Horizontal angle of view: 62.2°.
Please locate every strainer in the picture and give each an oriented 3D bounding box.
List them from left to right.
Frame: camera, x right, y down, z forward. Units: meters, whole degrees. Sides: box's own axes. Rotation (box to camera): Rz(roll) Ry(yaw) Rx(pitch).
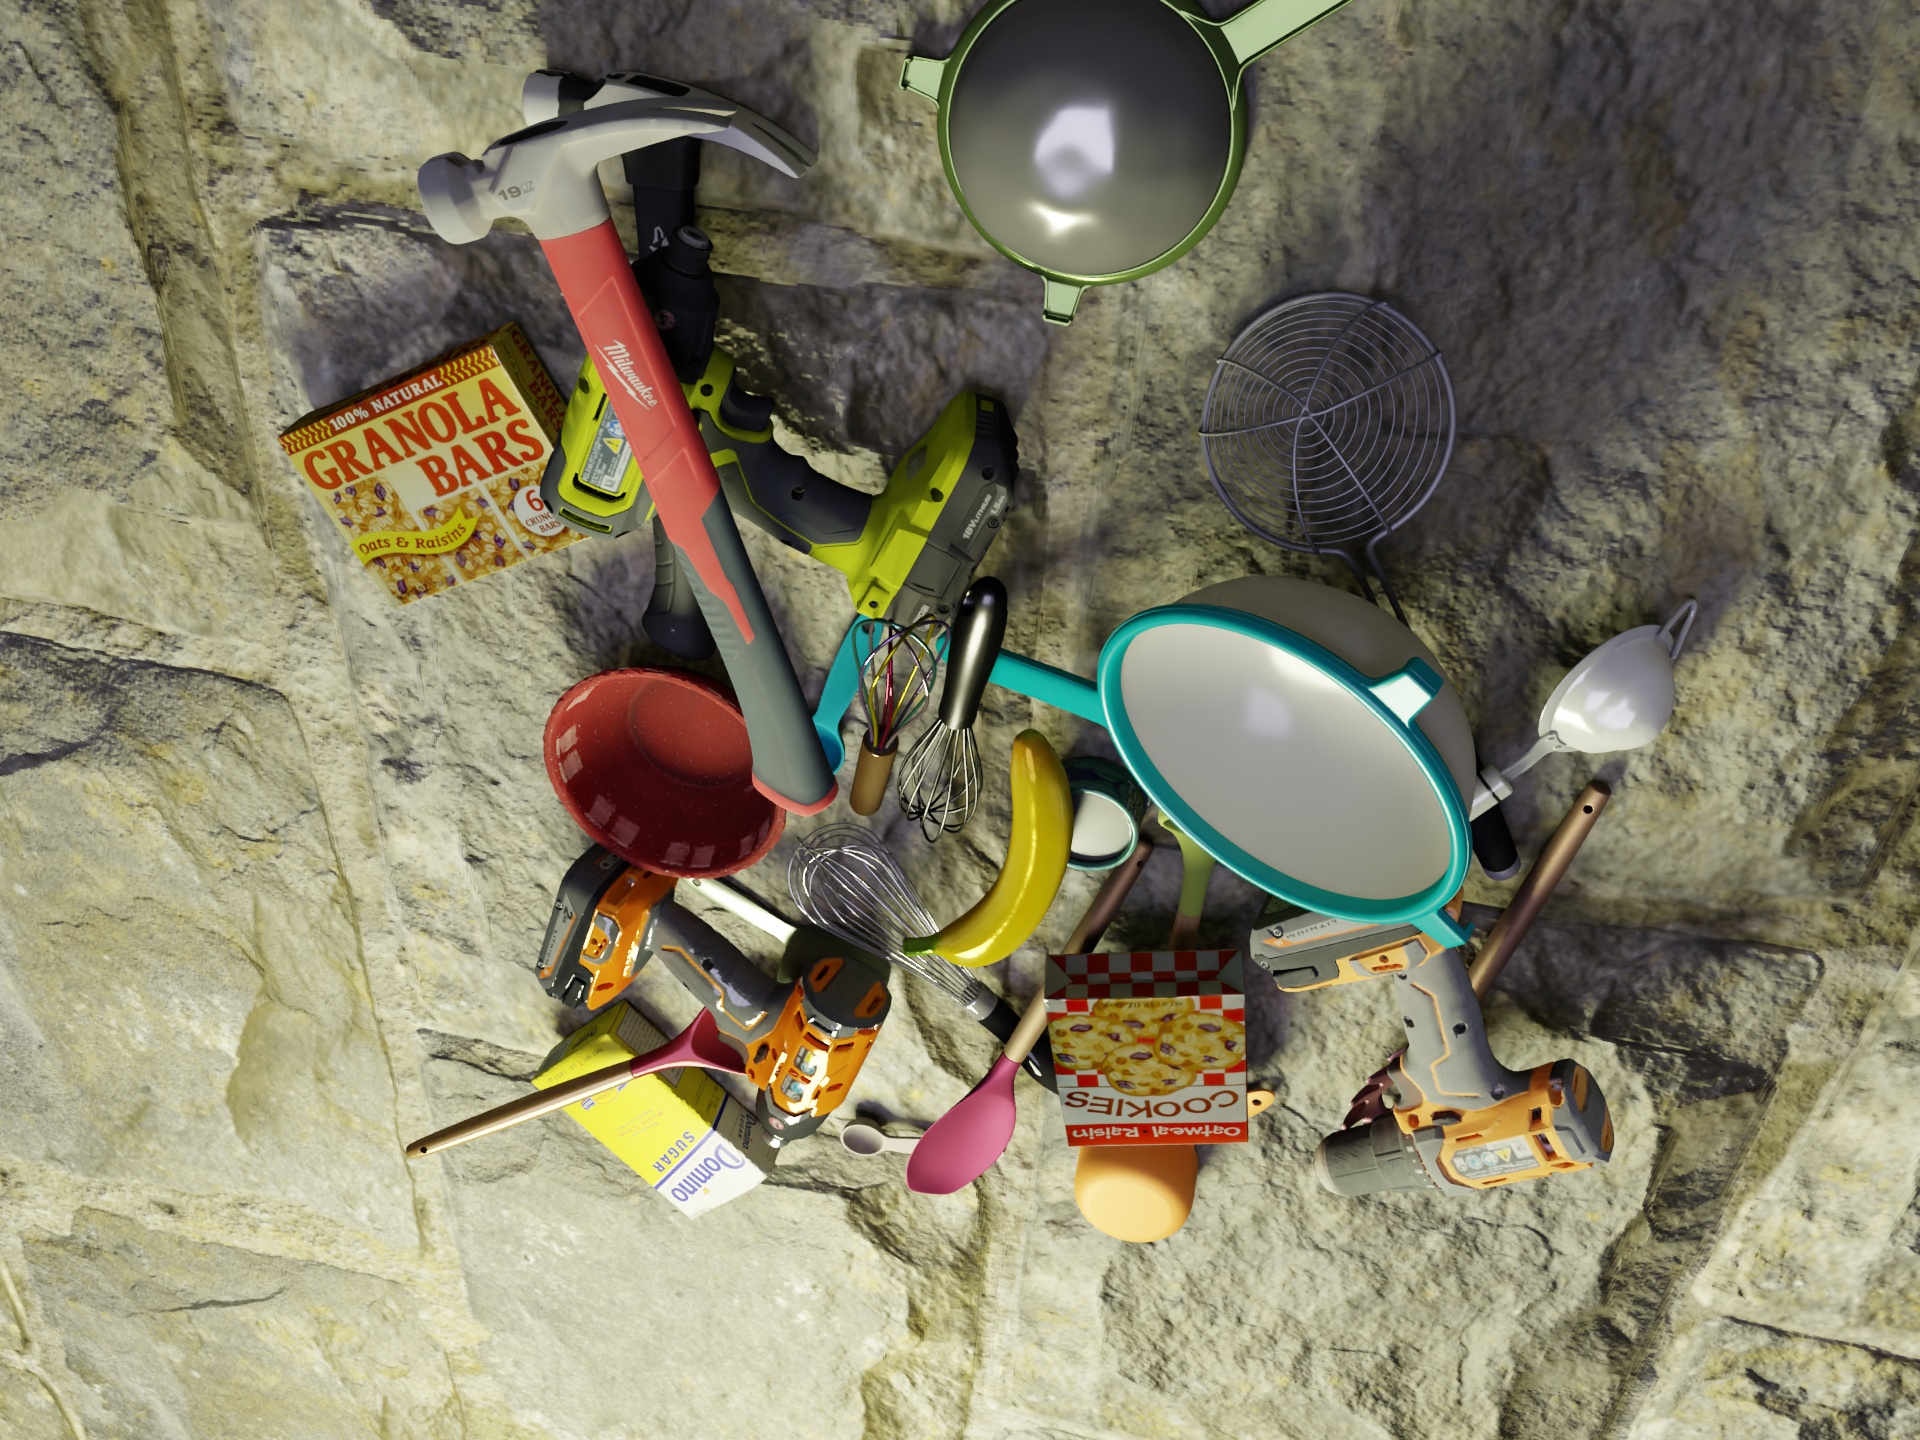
[{"bbox_3d":[0.099,-0.286,0.718,0.256,0.069,0.151,-23,115,29],"label":"strainer"},{"bbox_3d":[0.134,-0.020,0.853,0.341,0.095,0.210,22,147,39],"label":"strainer"},{"bbox_3d":[0.297,0.031,0.858,0.258,0.050,0.086,-39,139,18],"label":"strainer"}]

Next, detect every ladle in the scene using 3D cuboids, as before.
[{"bbox_3d":[-0.260,0.263,1.153,0.315,0.031,0.069,-21,97,7],"label":"ladle"},{"bbox_3d":[0.144,0.148,1.011,0.078,0.062,0.320,0,128,-8],"label":"ladle"}]

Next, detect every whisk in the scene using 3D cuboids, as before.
[{"bbox_3d":[-0.047,0.004,0.914,0.051,0.047,0.244,12,154,-4],"label":"whisk"},{"bbox_3d":[-0.009,0.169,1.067,0.070,0.070,0.284,-32,115,30],"label":"whisk"},{"bbox_3d":[-0.002,-0.002,0.918,0.055,0.055,0.238,18,144,2],"label":"whisk"}]

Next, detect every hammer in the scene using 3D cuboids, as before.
[{"bbox_3d":[-0.154,-0.179,0.880,0.146,0.035,0.334,10,125,9],"label":"hammer"},{"bbox_3d":[-0.118,-0.108,0.792,0.143,0.038,0.385,-11,126,11],"label":"hammer"}]

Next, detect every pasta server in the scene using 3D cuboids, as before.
[{"bbox_3d":[0.321,0.164,0.985,0.060,0.040,0.316,28,126,15],"label":"pasta server"}]

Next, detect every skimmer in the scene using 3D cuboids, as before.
[{"bbox_3d":[0.242,-0.057,0.862,0.127,0.090,0.362,-16,128,26],"label":"skimmer"}]

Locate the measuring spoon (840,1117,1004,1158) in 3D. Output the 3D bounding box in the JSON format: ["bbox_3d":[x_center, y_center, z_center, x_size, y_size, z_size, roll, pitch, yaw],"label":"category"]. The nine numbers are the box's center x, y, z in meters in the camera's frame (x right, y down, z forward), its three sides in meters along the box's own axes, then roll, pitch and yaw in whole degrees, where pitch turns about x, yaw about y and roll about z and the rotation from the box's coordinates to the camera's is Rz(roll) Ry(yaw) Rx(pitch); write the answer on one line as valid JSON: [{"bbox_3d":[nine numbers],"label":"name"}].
[{"bbox_3d":[-0.028,0.315,1.198,0.124,0.018,0.034,5,125,3],"label":"measuring spoon"}]

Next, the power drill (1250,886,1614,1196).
[{"bbox_3d":[0.262,0.194,0.971,0.185,0.084,0.226,-26,103,34],"label":"power drill"}]

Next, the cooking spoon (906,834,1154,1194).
[{"bbox_3d":[0.047,0.203,1.056,0.068,0.017,0.318,15,117,-28],"label":"cooking spoon"}]

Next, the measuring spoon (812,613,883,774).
[{"bbox_3d":[-0.074,-0.019,0.982,0.042,0.021,0.128,26,117,-2],"label":"measuring spoon"}]

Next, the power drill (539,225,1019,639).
[{"bbox_3d":[-0.089,-0.144,0.830,0.223,0.080,0.171,21,126,-15],"label":"power drill"}]

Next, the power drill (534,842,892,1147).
[{"bbox_3d":[-0.170,0.190,1.074,0.226,0.084,0.164,30,124,8],"label":"power drill"}]

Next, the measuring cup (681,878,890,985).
[{"bbox_3d":[-0.127,0.156,1.097,0.167,0.038,0.083,33,125,-9],"label":"measuring cup"}]

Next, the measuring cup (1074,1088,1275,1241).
[{"bbox_3d":[0.152,0.311,1.119,0.095,0.052,0.173,42,126,-14],"label":"measuring cup"}]
